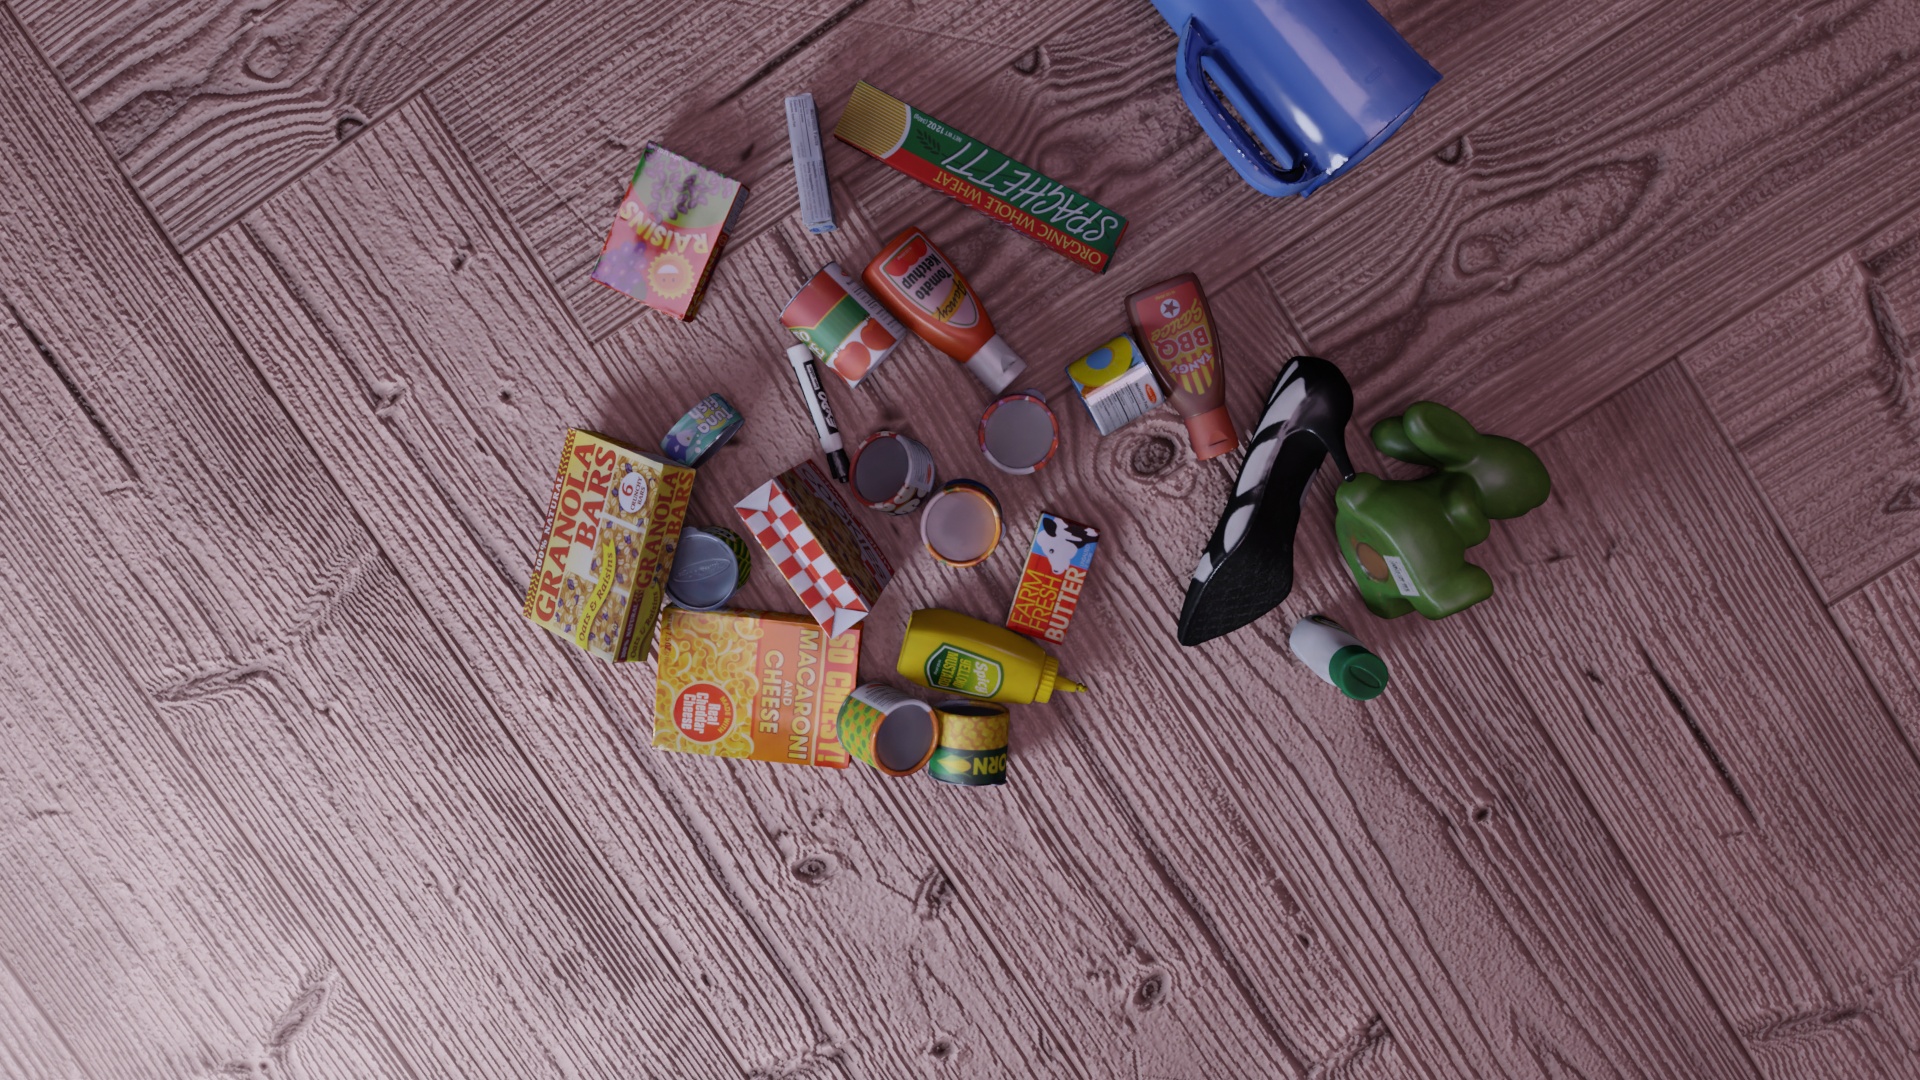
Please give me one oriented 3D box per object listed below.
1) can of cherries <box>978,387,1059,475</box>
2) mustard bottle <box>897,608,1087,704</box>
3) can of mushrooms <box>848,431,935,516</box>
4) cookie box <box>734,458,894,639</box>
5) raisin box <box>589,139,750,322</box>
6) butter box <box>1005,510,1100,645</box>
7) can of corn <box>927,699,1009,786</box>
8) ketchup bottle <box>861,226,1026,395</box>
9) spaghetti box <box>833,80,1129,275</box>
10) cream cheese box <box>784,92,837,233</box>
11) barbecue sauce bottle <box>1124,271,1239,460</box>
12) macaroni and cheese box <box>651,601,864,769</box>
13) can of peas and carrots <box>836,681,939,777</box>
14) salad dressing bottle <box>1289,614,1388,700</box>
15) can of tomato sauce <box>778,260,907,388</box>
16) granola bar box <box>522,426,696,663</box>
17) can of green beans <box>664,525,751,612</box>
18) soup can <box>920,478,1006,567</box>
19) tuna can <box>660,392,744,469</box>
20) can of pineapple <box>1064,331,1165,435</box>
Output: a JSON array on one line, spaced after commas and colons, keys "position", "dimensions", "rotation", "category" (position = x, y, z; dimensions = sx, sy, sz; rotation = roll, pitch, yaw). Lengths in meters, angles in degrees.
[{"position": [0.048, -0.091, 1.138], "dimensions": [0.071, 0.058, 0.071], "rotation": [0, 97, 2], "category": "can of cherries"}, {"position": [0.030, 0.104, 1.159], "dimensions": [0.160, 0.049, 0.065], "rotation": [15, 122, -1], "category": "mustard bottle"}, {"position": [-0.059, -0.054, 1.142], "dimensions": [0.071, 0.033, 0.071], "rotation": [-8, 75, 32], "category": "can of mushrooms"}, {"position": [-0.110, 0.001, 1.098], "dimensions": [0.040, 0.168, 0.123], "rotation": [-35, 94, 8], "category": "cookie box"}, {"position": [-0.238, -0.252, 1.139], "dimensions": [0.086, 0.040, 0.123], "rotation": [24, 95, -2], "category": "raisin box"}, {"position": [0.077, 0.031, 1.168], "dimensions": [0.053, 0.024, 0.103], "rotation": [18, 96, 0], "category": "butter box"}, {"position": [0.009, 0.169, 1.161], "dimensions": [0.071, 0.071, 0.058], "rotation": [4, 96, 1], "category": "can of corn"}, {"position": [-0.009, -0.183, 1.135], "dimensions": [0.149, 0.043, 0.065], "rotation": [46, 67, -4], "category": "ketchup bottle"}, {"position": [0.018, -0.295, 1.133], "dimensions": [0.250, 0.029, 0.050], "rotation": [27, 97, -1], "category": "spaghetti box"}, {"position": [-0.121, -0.304, 1.123], "dimensions": [0.024, 0.053, 0.103], "rotation": [-9, 96, 1], "category": "cream cheese box"}, {"position": [0.187, -0.141, 1.138], "dimensions": [0.065, 0.044, 0.148], "rotation": [-21, 95, 3], "category": "barbecue sauce bottle"}, {"position": [-0.170, 0.121, 1.175], "dimensions": [0.166, 0.040, 0.123], "rotation": [6, 97, 1], "category": "macaroni and cheese box"}, {"position": [-0.059, 0.157, 1.141], "dimensions": [0.071, 0.059, 0.070], "rotation": [-7, 103, -34], "category": "can of peas and carrots"}, {"position": [0.303, 0.094, 1.106], "dimensions": [0.064, 0.148, 0.044], "rotation": [32, 96, -3], "category": "salad dressing bottle"}, {"position": [-0.096, -0.173, 1.130], "dimensions": [0.083, 0.071, 0.071], "rotation": [43, 96, -4], "category": "can of tomato sauce"}, {"position": [-0.289, 0.003, 1.136], "dimensions": [0.124, 0.039, 0.165], "rotation": [20, 97, 35], "category": "granola bar box"}, {"position": [-0.211, 0.022, 1.157], "dimensions": [0.071, 0.058, 0.071], "rotation": [0, 96, 2], "category": "can of green beans"}, {"position": [0.004, -0.014, 1.135], "dimensions": [0.071, 0.084, 0.071], "rotation": [0, 96, 1], "category": "soup can"}, {"position": [-0.211, -0.089, 1.139], "dimensions": [0.071, 0.071, 0.033], "rotation": [-44, 93, 5], "category": "tuna can"}, {"position": [0.125, -0.128, 1.131], "dimensions": [0.058, 0.071, 0.071], "rotation": [-30, 95, 4], "category": "can of pineapple"}]
